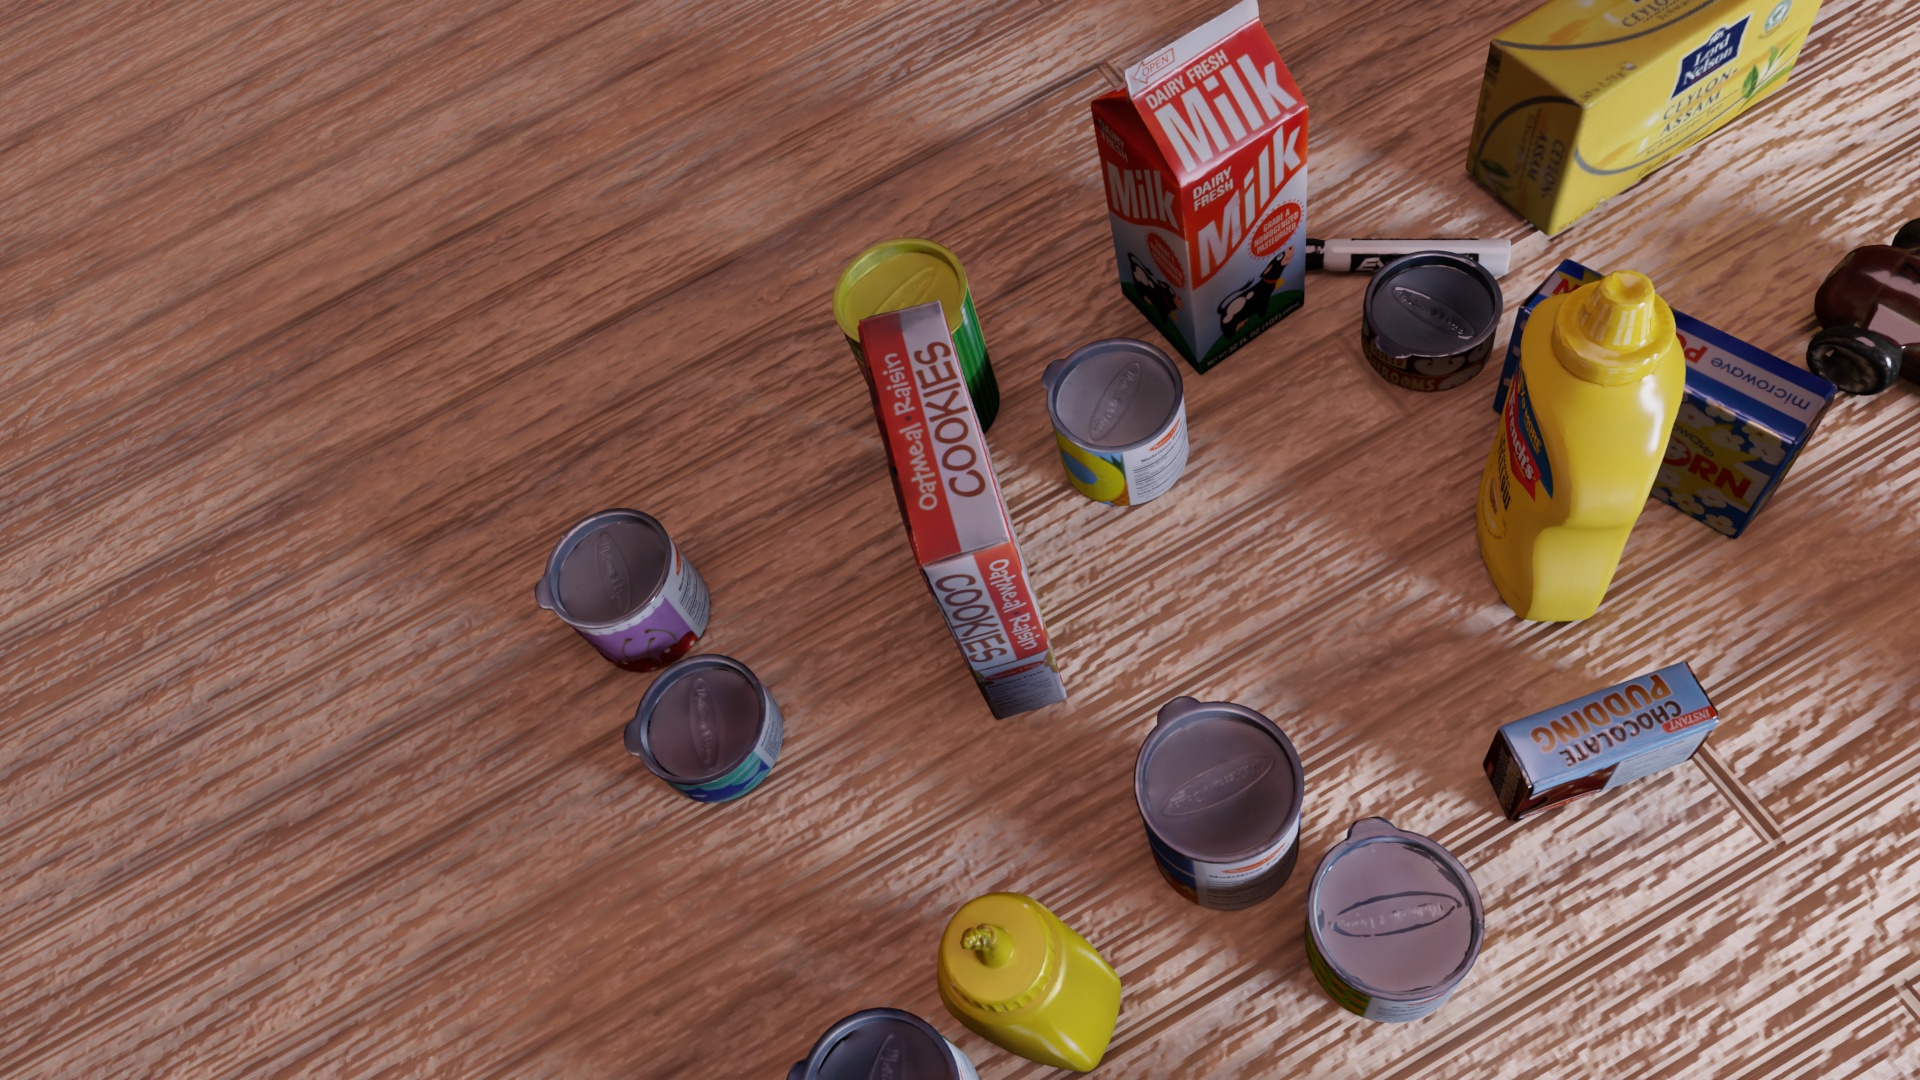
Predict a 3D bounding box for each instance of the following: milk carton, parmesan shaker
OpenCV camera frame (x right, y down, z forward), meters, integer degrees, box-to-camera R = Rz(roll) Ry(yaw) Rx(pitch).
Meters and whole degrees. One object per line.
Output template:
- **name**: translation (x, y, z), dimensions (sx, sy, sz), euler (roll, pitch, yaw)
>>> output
- **milk carton**: translation (0.117, -0.173, 0.671), dimensions (0.072, 0.189, 0.073), euler (-34, 61, -6)
- **parmesan shaker**: translation (-0.018, -0.094, 0.709), dimensions (0.071, 0.102, 0.071), euler (-5, 62, 10)

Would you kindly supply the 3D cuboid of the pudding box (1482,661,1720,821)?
- **pudding box**: translation (0.266, 0.085, 0.581), dimensions (0.084, 0.049, 0.030), euler (-20, 60, 1)

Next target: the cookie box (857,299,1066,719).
- **cookie box**: translation (0.002, -0.008, 0.620), dimensions (0.040, 0.166, 0.123), euler (-18, 60, 3)

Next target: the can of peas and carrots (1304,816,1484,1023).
- **can of peas and carrots**: translation (0.172, 0.154, 0.559), dimensions (0.071, 0.058, 0.071), euler (-5, 61, 10)

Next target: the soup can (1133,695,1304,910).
- **soup can**: translation (0.108, 0.111, 0.582), dimensions (0.071, 0.083, 0.071), euler (-5, 62, 10)

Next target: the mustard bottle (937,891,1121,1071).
- **mustard bottle**: translation (0.023, 0.165, 0.527), dimensions (0.065, 0.159, 0.049), euler (14, 66, 19)

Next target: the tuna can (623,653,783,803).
- **tuna can**: translation (-0.123, 0.092, 0.671), dimensions (0.071, 0.032, 0.071), euler (-5, 61, 10)

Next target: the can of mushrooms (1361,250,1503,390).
- **can of mushrooms**: translation (0.235, -0.109, 0.702), dimensions (0.071, 0.033, 0.071), euler (-5, 61, 10)

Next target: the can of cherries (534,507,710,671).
- **can of cherries**: translation (-0.169, 0.026, 0.702), dimensions (0.071, 0.058, 0.072), euler (-5, 61, 10)

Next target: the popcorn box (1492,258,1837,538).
- **popcorn box**: translation (0.314, -0.064, 0.631), dimensions (0.127, 0.085, 0.038), euler (36, 75, 26)

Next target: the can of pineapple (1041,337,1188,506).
- **can of pineapple**: translation (0.078, -0.059, 0.695), dimensions (0.071, 0.057, 0.071), euler (-5, 61, 10)

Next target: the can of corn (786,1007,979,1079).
- **can of corn**: translation (-0.029, 0.228, 0.563), dimensions (0.071, 0.058, 0.071), euler (-5, 61, 10)
